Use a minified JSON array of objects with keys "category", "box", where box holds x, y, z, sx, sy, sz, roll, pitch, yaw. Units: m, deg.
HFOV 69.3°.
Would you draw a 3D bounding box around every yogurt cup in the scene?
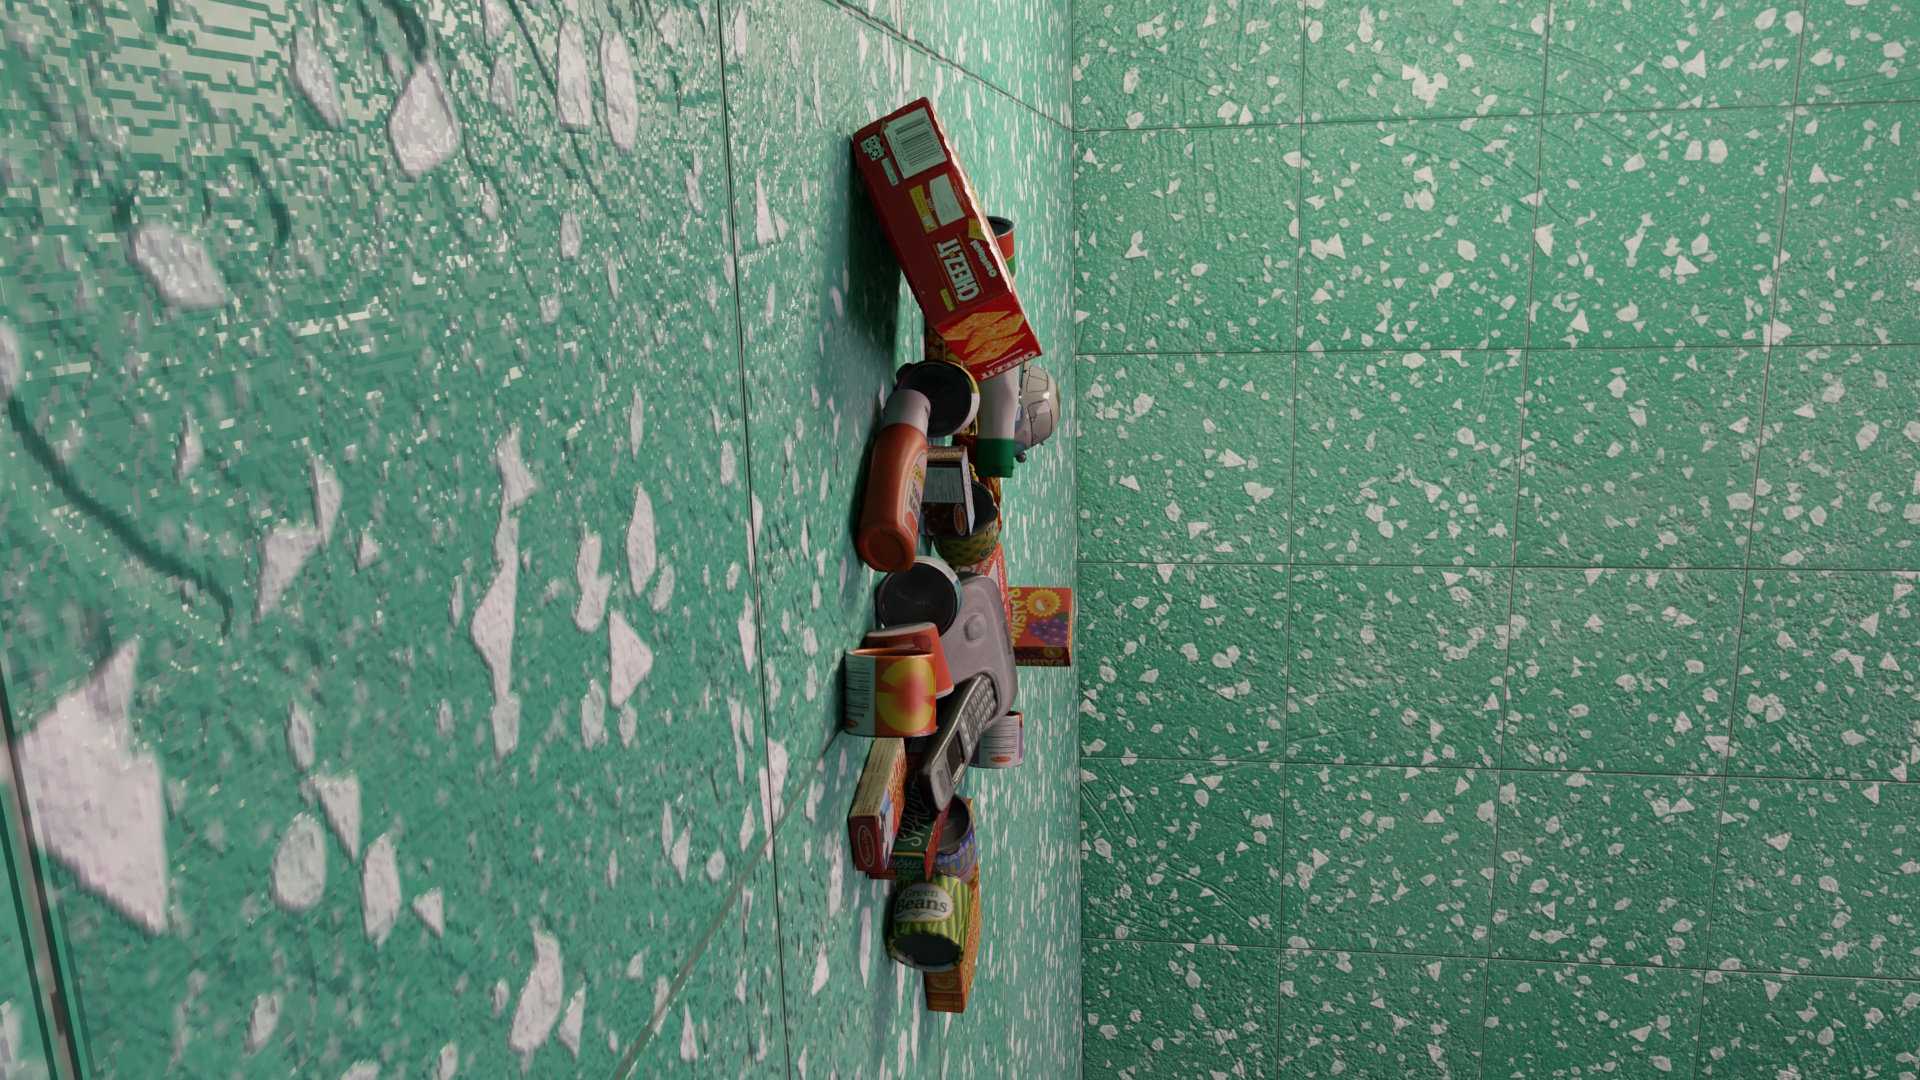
[{"category":"yogurt cup","box":[-0.042,0.094,1.062,0.072,0.072,0.054,-31,113,-80]}]

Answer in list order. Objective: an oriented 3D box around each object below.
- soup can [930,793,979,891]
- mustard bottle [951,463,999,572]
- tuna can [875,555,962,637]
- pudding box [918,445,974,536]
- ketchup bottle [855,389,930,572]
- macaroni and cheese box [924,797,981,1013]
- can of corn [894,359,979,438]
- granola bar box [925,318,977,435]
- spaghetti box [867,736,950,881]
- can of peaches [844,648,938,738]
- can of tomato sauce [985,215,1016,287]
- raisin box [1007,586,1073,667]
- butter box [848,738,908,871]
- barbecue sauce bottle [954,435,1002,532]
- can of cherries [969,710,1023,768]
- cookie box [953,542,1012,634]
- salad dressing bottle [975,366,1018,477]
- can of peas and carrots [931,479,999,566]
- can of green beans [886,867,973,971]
[{"category":"soup can","box":[-0.018,0.268,1.199,0.072,0.071,0.083,-80,167,-47]},{"category":"mustard bottle","box":[0.016,-0.003,1.470,0.065,0.049,0.159,-56,146,-68]},{"category":"tuna can","box":[-0.033,0.049,1.109,0.033,0.071,0.071,-50,139,-78]},{"category":"pudding box","box":[-0.016,-0.044,1.261,0.030,0.050,0.083,-75,163,-52]},{"category":"ketchup bottle","box":[-0.049,-0.051,1.070,0.064,0.043,0.149,79,14,-52]},{"category":"macaroni and cheese box","box":[-0.009,0.355,1.354,0.124,0.040,0.165,-72,160,-60]},{"category":"can of corn","box":[-0.021,-0.123,1.186,0.058,0.071,0.071,-34,124,-80]},{"category":"granola bar box","box":[-0.005,-0.185,1.364,0.124,0.039,0.165,-23,112,-80]},{"category":"spaghetti box","box":[-0.031,0.205,1.177,0.251,0.050,0.028,-68,156,-67]},{"category":"can of peaches","box":[-0.048,0.109,0.998,0.071,0.071,0.058,-1,90,-81]},{"category":"can of tomato sauce","box":[0.025,-0.291,1.465,0.071,0.071,0.082,-77,165,-55]},{"category":"raisin box","box":[0.060,0.094,1.519,0.039,0.123,0.086,81,13,-47]},{"category":"butter box","box":[-0.061,0.200,1.063,0.104,0.024,0.053,-73,161,-61]},{"category":"barbecue sauce bottle","box":[0.022,-0.067,1.527,0.065,0.044,0.147,-82,169,-47]},{"category":"can of cherries","box":[0.037,0.223,1.570,0.071,0.071,0.058,-10,100,-81]},{"category":"cookie box","box":[0.007,0.097,1.373,0.168,0.040,0.122,-65,156,-46]},{"category":"salad dressing bottle","box":[0.034,-0.134,1.343,0.064,0.044,0.147,-10,101,-80]},{"category":"can of peas and carrots","box":[0.005,-0.017,1.329,0.058,0.071,0.071,77,16,-58]},{"category":"can of green beans","box":[-0.026,0.319,1.163,0.058,0.071,0.071,-80,167,-46]}]
